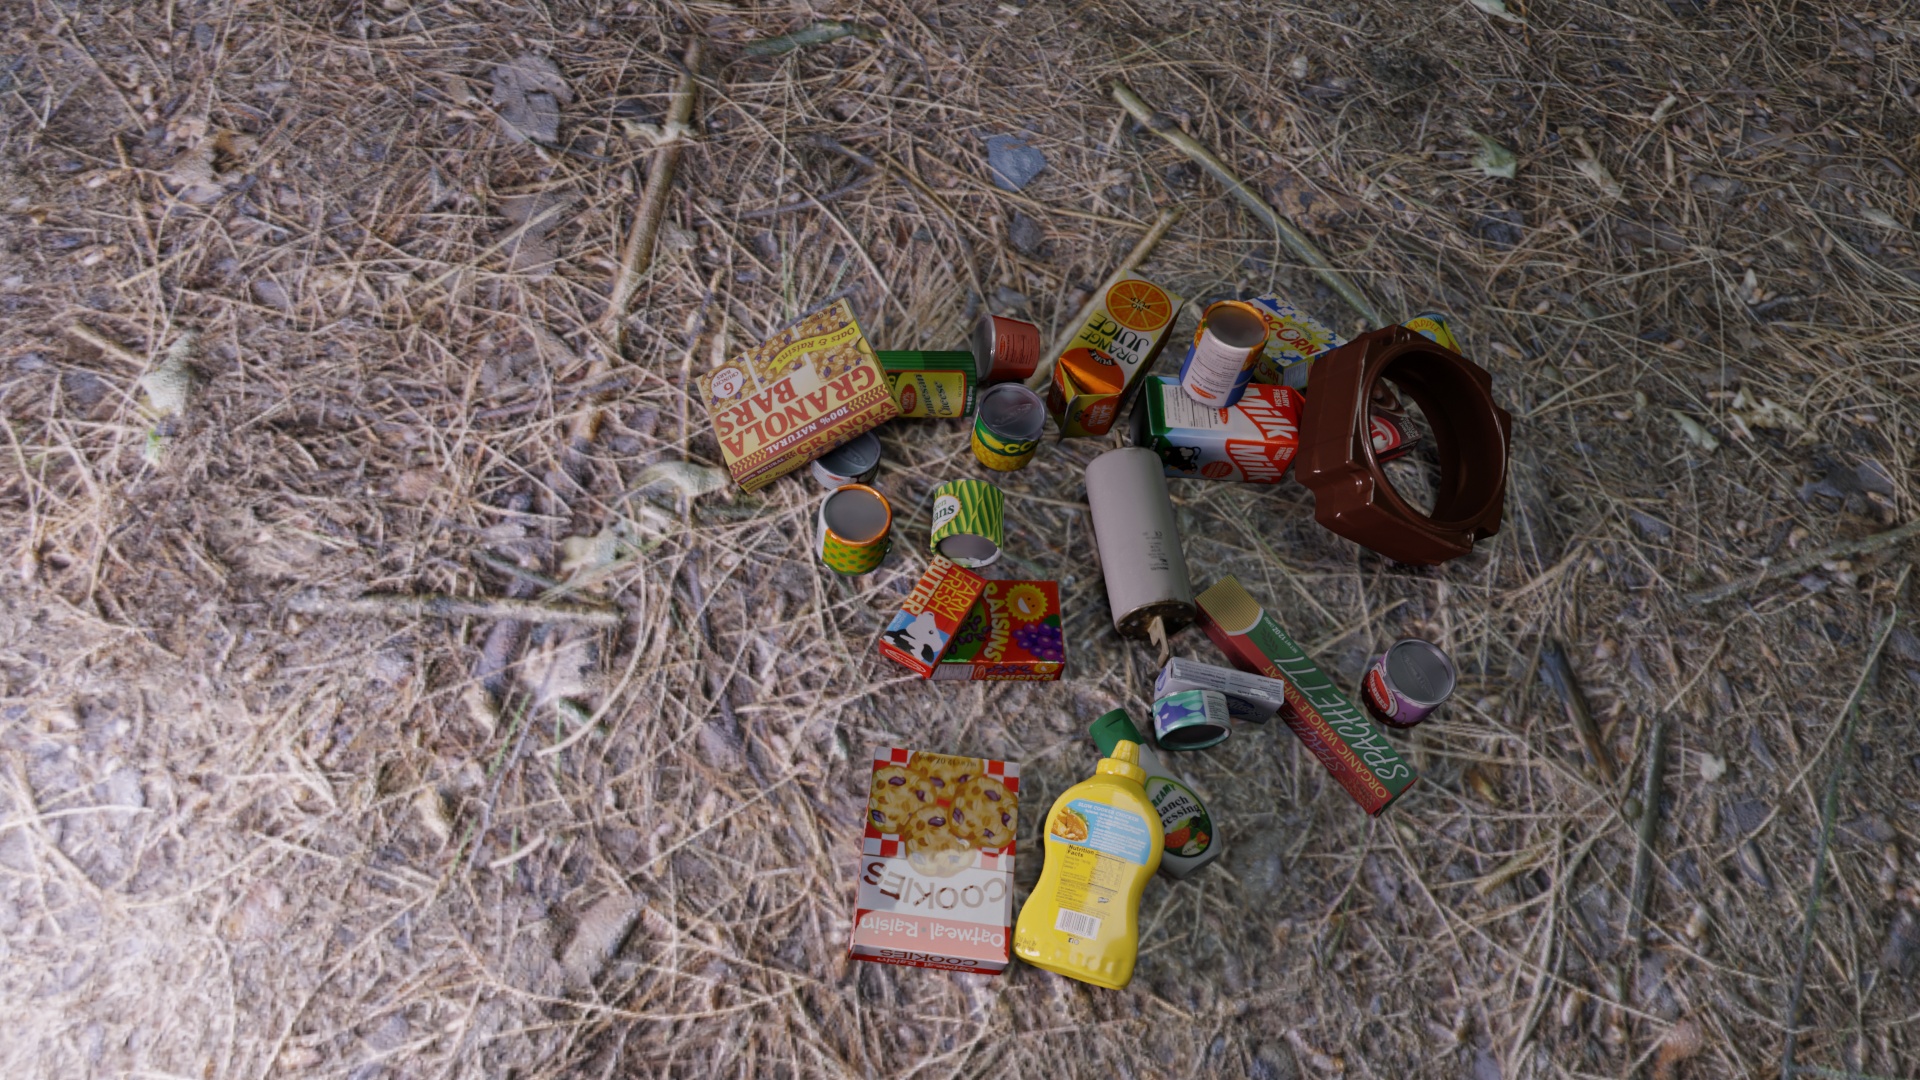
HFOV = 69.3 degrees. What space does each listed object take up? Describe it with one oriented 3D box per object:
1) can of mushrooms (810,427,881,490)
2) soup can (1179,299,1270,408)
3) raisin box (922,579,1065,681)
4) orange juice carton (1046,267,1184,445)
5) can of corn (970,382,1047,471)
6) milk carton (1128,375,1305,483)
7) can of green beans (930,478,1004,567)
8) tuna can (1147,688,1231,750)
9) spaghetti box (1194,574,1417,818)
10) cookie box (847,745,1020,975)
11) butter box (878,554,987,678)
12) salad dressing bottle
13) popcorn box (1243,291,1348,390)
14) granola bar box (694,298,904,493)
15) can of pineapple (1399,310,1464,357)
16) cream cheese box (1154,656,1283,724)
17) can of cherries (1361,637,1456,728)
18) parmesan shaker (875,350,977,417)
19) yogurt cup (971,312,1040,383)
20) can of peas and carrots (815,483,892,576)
[{"bbox_3d":[-0.107,-0.081,1.315,0.071,0.033,0.071,4,58,-7],"label":"can of mushrooms"},{"bbox_3d":[0.252,-0.179,1.322,0.071,0.083,0.072,5,55,-6],"label":"soup can"},{"bbox_3d":[0.027,0.080,1.236,0.123,0.040,0.086,1,58,-8],"label":"raisin box"},{"bbox_3d":[0.147,-0.179,1.395,0.073,0.071,0.193,30,58,9],"label":"orange juice carton"},{"bbox_3d":[0.048,-0.107,1.342,0.071,0.058,0.071,4,58,-7],"label":"can of corn"},{"bbox_3d":[0.269,-0.107,1.373,0.191,0.072,0.074,3,59,-7],"label":"milk carton"},{"bbox_3d":[0.007,-0.015,1.275,0.071,0.071,0.058,7,59,-6],"label":"can of green beans"},{"bbox_3d":[0.198,0.157,1.205,0.071,0.070,0.033,0,60,-10],"label":"tuna can"},{"bbox_3d":[0.306,0.137,1.256,0.050,0.028,0.250,-31,68,-24],"label":"spaghetti box"},{"bbox_3d":[-0.019,0.257,1.120,0.123,0.040,0.168,8,57,-5],"label":"cookie box"},{"bbox_3d":[-0.023,0.064,1.199,0.053,0.024,0.104,28,58,9],"label":"butter box"},{"bbox_3d":[0.162,0.212,1.175,0.064,0.043,0.148,-27,66,-13],"label":"salad dressing bottle"},{"bbox_3d":[0.326,-0.205,1.437,0.085,0.038,0.127,-21,42,-20],"label":"popcorn box"},{"bbox_3d":[-0.152,-0.135,1.296,0.165,0.039,0.124,-28,63,4],"label":"granola bar box"},{"bbox_3d":[0.491,-0.199,1.469,0.071,0.070,0.058,-10,61,-15],"label":"can of pineapple"},{"bbox_3d":[0.229,0.133,1.230,0.104,0.053,0.024,12,60,-2],"label":"cream cheese box"},{"bbox_3d":[0.403,0.130,1.259,0.071,0.058,0.072,4,59,-8],"label":"can of cherries"},{"bbox_3d":[-0.040,-0.154,1.348,0.103,0.071,0.071,-2,59,-11],"label":"parmesan shaker"},{"bbox_3d":[0.046,-0.192,1.392,0.054,0.072,0.073,3,58,-17],"label":"yogurt cup"},{"bbox_3d":[-0.094,-0.010,1.258,0.071,0.058,0.071,4,59,-7],"label":"can of peas and carrots"}]
